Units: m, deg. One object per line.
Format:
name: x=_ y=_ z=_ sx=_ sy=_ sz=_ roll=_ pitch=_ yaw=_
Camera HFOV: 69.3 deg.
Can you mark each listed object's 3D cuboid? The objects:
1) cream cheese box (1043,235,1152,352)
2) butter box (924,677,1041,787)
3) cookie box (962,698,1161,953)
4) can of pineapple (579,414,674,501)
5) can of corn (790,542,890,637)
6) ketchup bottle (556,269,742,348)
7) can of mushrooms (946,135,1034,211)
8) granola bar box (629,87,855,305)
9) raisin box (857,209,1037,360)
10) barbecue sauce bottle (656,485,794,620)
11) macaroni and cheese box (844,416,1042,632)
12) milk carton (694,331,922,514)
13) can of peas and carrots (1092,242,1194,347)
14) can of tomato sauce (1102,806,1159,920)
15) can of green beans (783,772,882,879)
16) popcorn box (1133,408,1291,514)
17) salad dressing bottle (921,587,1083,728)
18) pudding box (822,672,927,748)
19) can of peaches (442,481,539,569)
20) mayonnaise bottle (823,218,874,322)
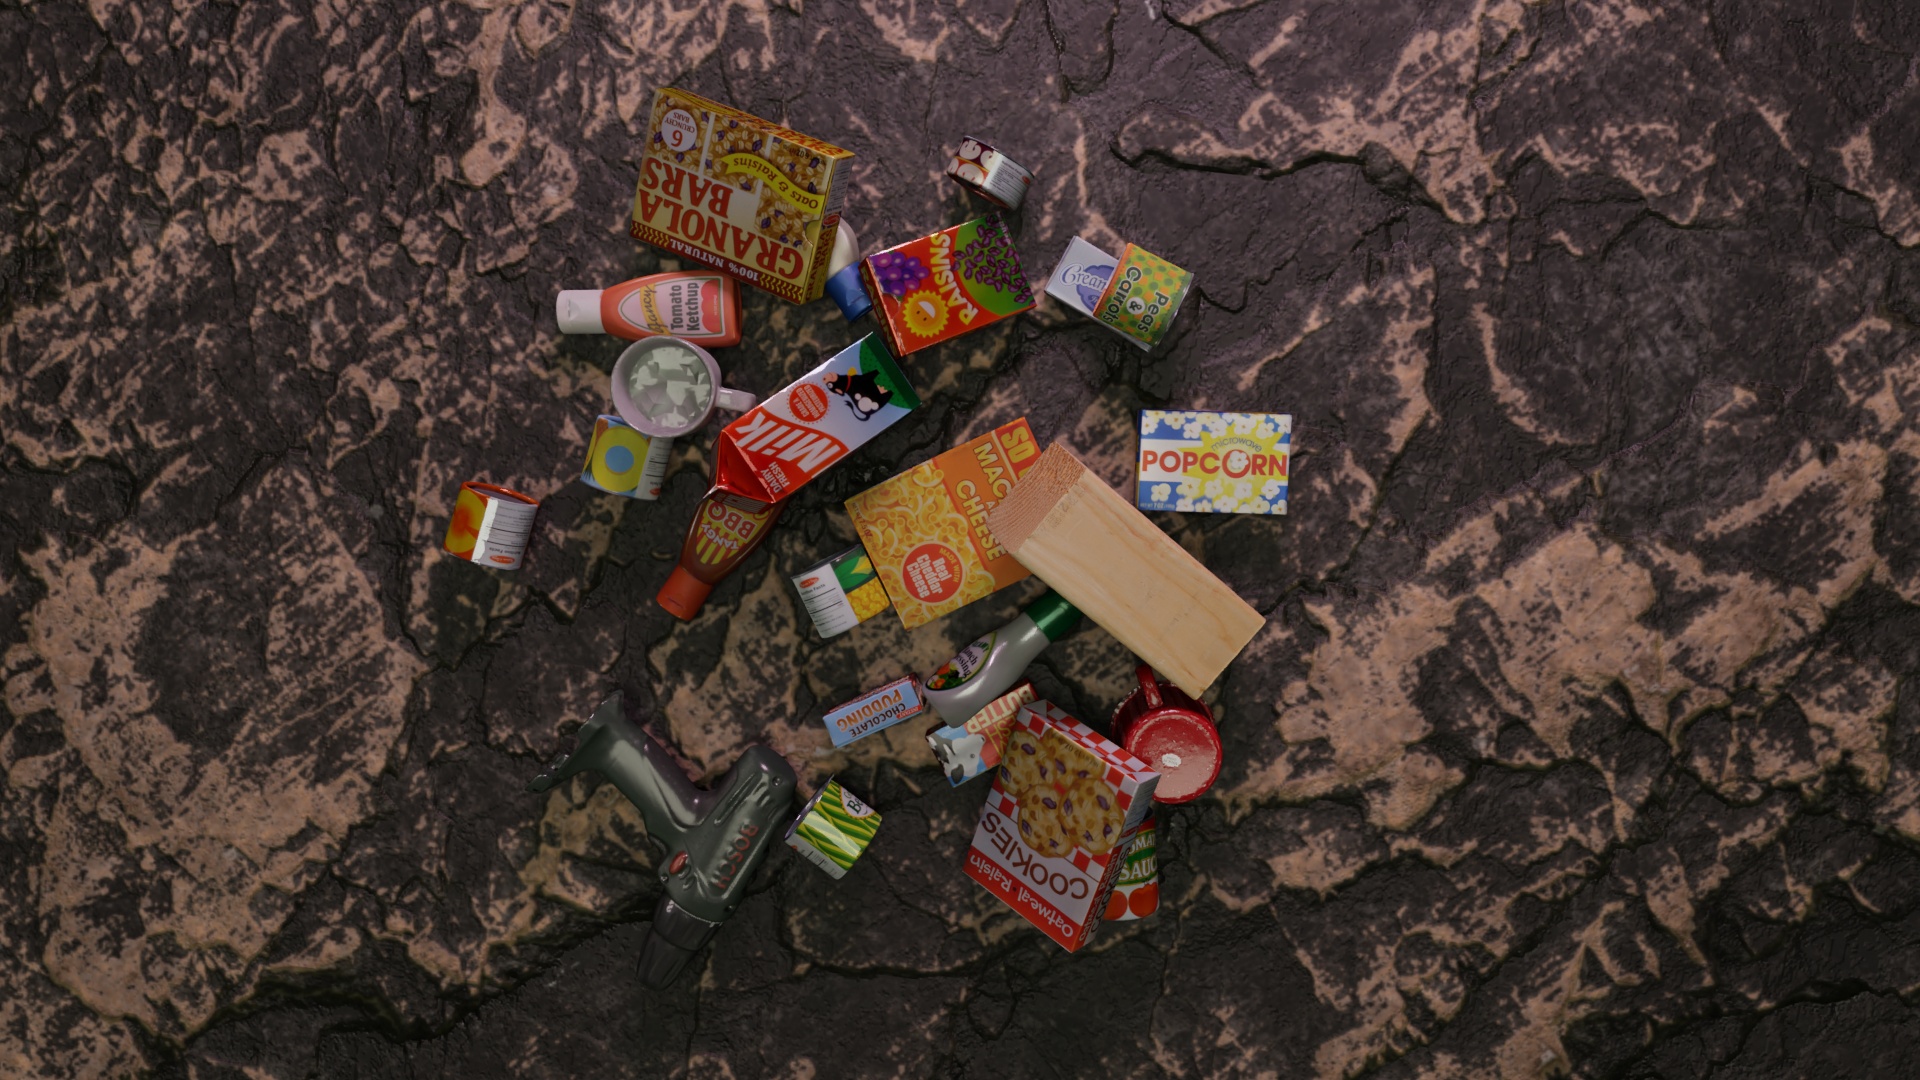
cream cheese box: x=0.126 y=-0.205 z=1.157 sx=0.104 sy=0.024 sz=0.053 roll=30 pitch=95 yaw=-1
butter box: x=0.026 y=0.165 z=1.195 sx=0.103 sy=0.024 sz=0.053 roll=-29 pitch=94 yaw=5
cookie box: x=0.081 y=0.235 z=1.147 sx=0.123 sy=0.040 sz=0.166 roll=30 pitch=112 yaw=32
can of pineapple: x=-0.280 y=-0.070 z=1.162 sx=0.071 sy=0.071 sz=0.057 roll=17 pitch=96 yaw=0
can of corn: x=-0.099 y=0.041 z=1.169 sx=0.071 sy=0.071 sz=0.058 roll=-25 pitch=95 yaw=4
ketchup bottle: x=-0.259 y=-0.192 z=1.161 sx=0.149 sy=0.043 sz=0.064 roll=-1 pitch=93 yaw=2
can of mushrooms: x=0.023 y=-0.299 z=1.133 sx=0.071 sy=0.071 sz=0.033 roll=28 pitch=97 yaw=-1
granola bar box: x=-0.178 y=-0.277 z=1.117 sx=0.166 sy=0.039 sz=0.123 roll=23 pitch=116 yaw=13
raisin box: x=-0.011 y=-0.208 z=1.135 sx=0.124 sy=0.040 sz=0.086 roll=-22 pitch=96 yaw=-14
barbecue sauce bottle: x=-0.203 y=-0.002 z=1.177 sx=0.065 sy=0.044 sz=0.148 roll=34 pitch=96 yaw=-3
macaroni and cheese box: x=0.004 y=-0.015 z=1.171 sx=0.166 sy=0.040 sz=0.123 roll=-25 pitch=96 yaw=4
milk carton: x=-0.133 y=-0.083 z=1.121 sx=0.191 sy=0.072 sz=0.073 roll=-36 pitch=94 yaw=-17
can of peas and carrots: x=0.145 y=-0.195 z=1.109 sx=0.059 sy=0.071 sz=0.071 roll=26 pitch=96 yaw=-1
can of tomato sauce: x=0.135 y=0.272 z=1.179 sx=0.071 sy=0.071 sz=0.083 roll=-4 pitch=96 yaw=2
can of green beans: x=-0.109 y=0.246 z=1.186 sx=0.058 sy=0.071 sz=0.071 roll=37 pitch=96 yaw=-3
popcorn box: x=0.209 y=-0.066 z=1.160 sx=0.127 sy=0.038 sz=0.085 roll=2 pitch=95 yaw=2
salad dressing bottle: x=0.036 y=0.096 z=1.173 sx=0.148 sy=0.064 sz=0.044 roll=-39 pitch=110 yaw=-3
pudding box: x=-0.072 y=0.144 z=1.184 sx=0.084 sy=0.050 sz=0.030 roll=-23 pitch=93 yaw=4
can of peaches: x=-0.397 y=-0.014 z=1.172 sx=0.071 sy=0.071 sz=0.058 roll=18 pitch=96 yaw=0
mayonnaise bottle: x=-0.120 y=-0.252 z=1.152 sx=0.064 sy=0.041 sz=0.148 roll=-35 pitch=93 yaw=11
